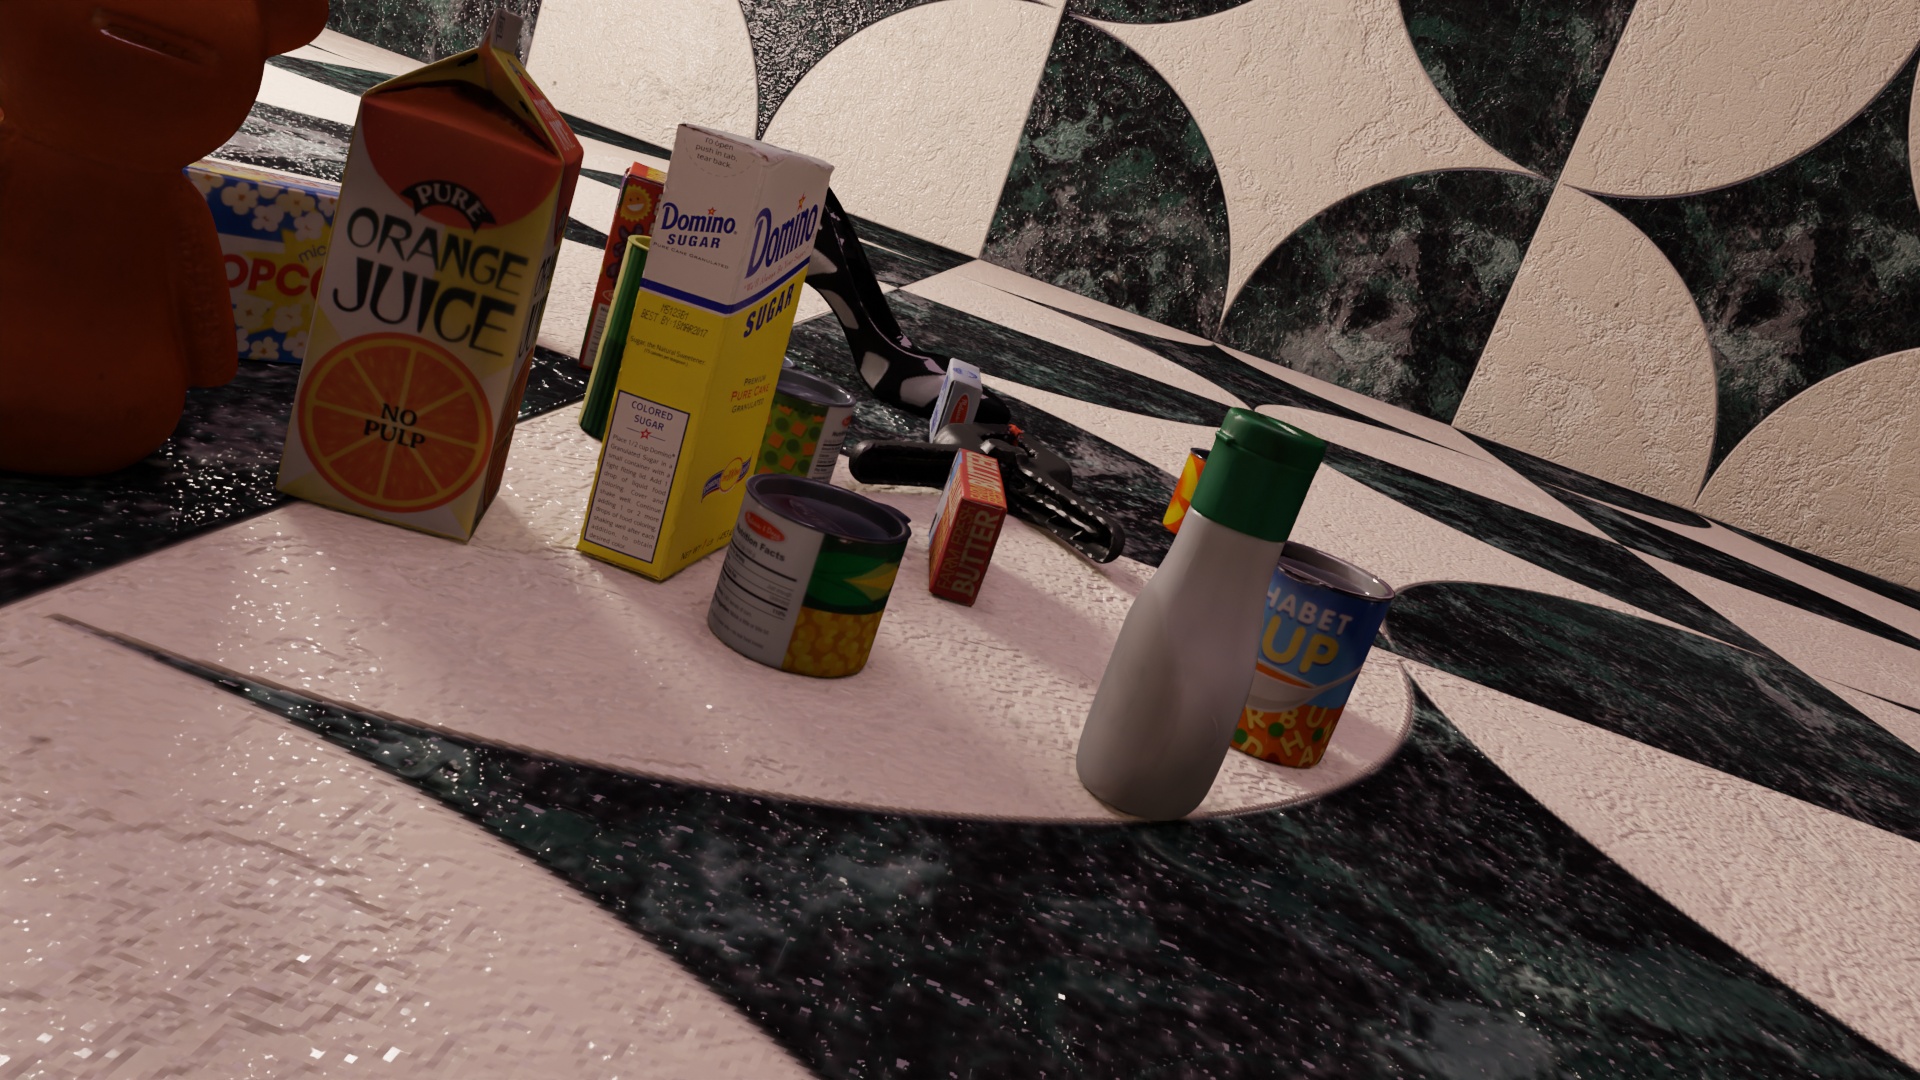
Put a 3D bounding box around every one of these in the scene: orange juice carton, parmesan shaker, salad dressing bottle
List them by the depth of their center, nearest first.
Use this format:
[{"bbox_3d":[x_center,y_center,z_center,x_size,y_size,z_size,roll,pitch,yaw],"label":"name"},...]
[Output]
[{"bbox_3d":[0.087,0.027,0.499,0.044,0.147,0.064,14,15,-20],"label":"salad dressing bottle"},{"bbox_3d":[-0.195,-0.106,0.530,0.073,0.192,0.072,16,15,-13],"label":"orange juice carton"},{"bbox_3d":[-0.155,-0.102,0.737,0.071,0.102,0.071,18,15,-5],"label":"parmesan shaker"}]

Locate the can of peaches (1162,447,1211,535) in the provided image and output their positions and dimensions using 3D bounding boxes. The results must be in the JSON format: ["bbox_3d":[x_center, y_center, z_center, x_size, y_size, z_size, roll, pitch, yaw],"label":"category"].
[{"bbox_3d":[0.183,-0.026,0.975,0.071,0.058,0.071,18,15,-5],"label":"can of peaches"}]

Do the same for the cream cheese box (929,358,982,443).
[{"bbox_3d":[-0.004,-0.096,0.997,0.024,0.053,0.104,18,15,-6],"label":"cream cheese box"}]

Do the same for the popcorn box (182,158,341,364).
[{"bbox_3d":[-0.326,-0.130,0.661,0.038,0.085,0.127,30,18,34],"label":"popcorn box"}]

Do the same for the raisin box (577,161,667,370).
[{"bbox_3d":[-0.208,-0.172,0.879,0.040,0.123,0.086,15,15,-16],"label":"raisin box"}]

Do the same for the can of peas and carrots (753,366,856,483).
[{"bbox_3d":[-0.098,-0.058,0.741,0.071,0.058,0.071,18,15,-5],"label":"can of peas and carrots"}]

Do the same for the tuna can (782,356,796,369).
[{"bbox_3d":[-0.144,-0.110,0.914,0.071,0.032,0.071,18,15,-5],"label":"tuna can"}]

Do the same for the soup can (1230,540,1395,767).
[{"bbox_3d":[0.143,0.049,0.614,0.071,0.083,0.071,18,15,-5],"label":"soup can"}]

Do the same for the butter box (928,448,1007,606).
[{"bbox_3d":[0.003,-0.009,0.701,0.024,0.053,0.104,18,15,-6],"label":"butter box"}]

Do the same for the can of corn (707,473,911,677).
[{"bbox_3d":[-0.057,0.013,0.541,0.071,0.058,0.071,18,15,-5],"label":"can of corn"}]
